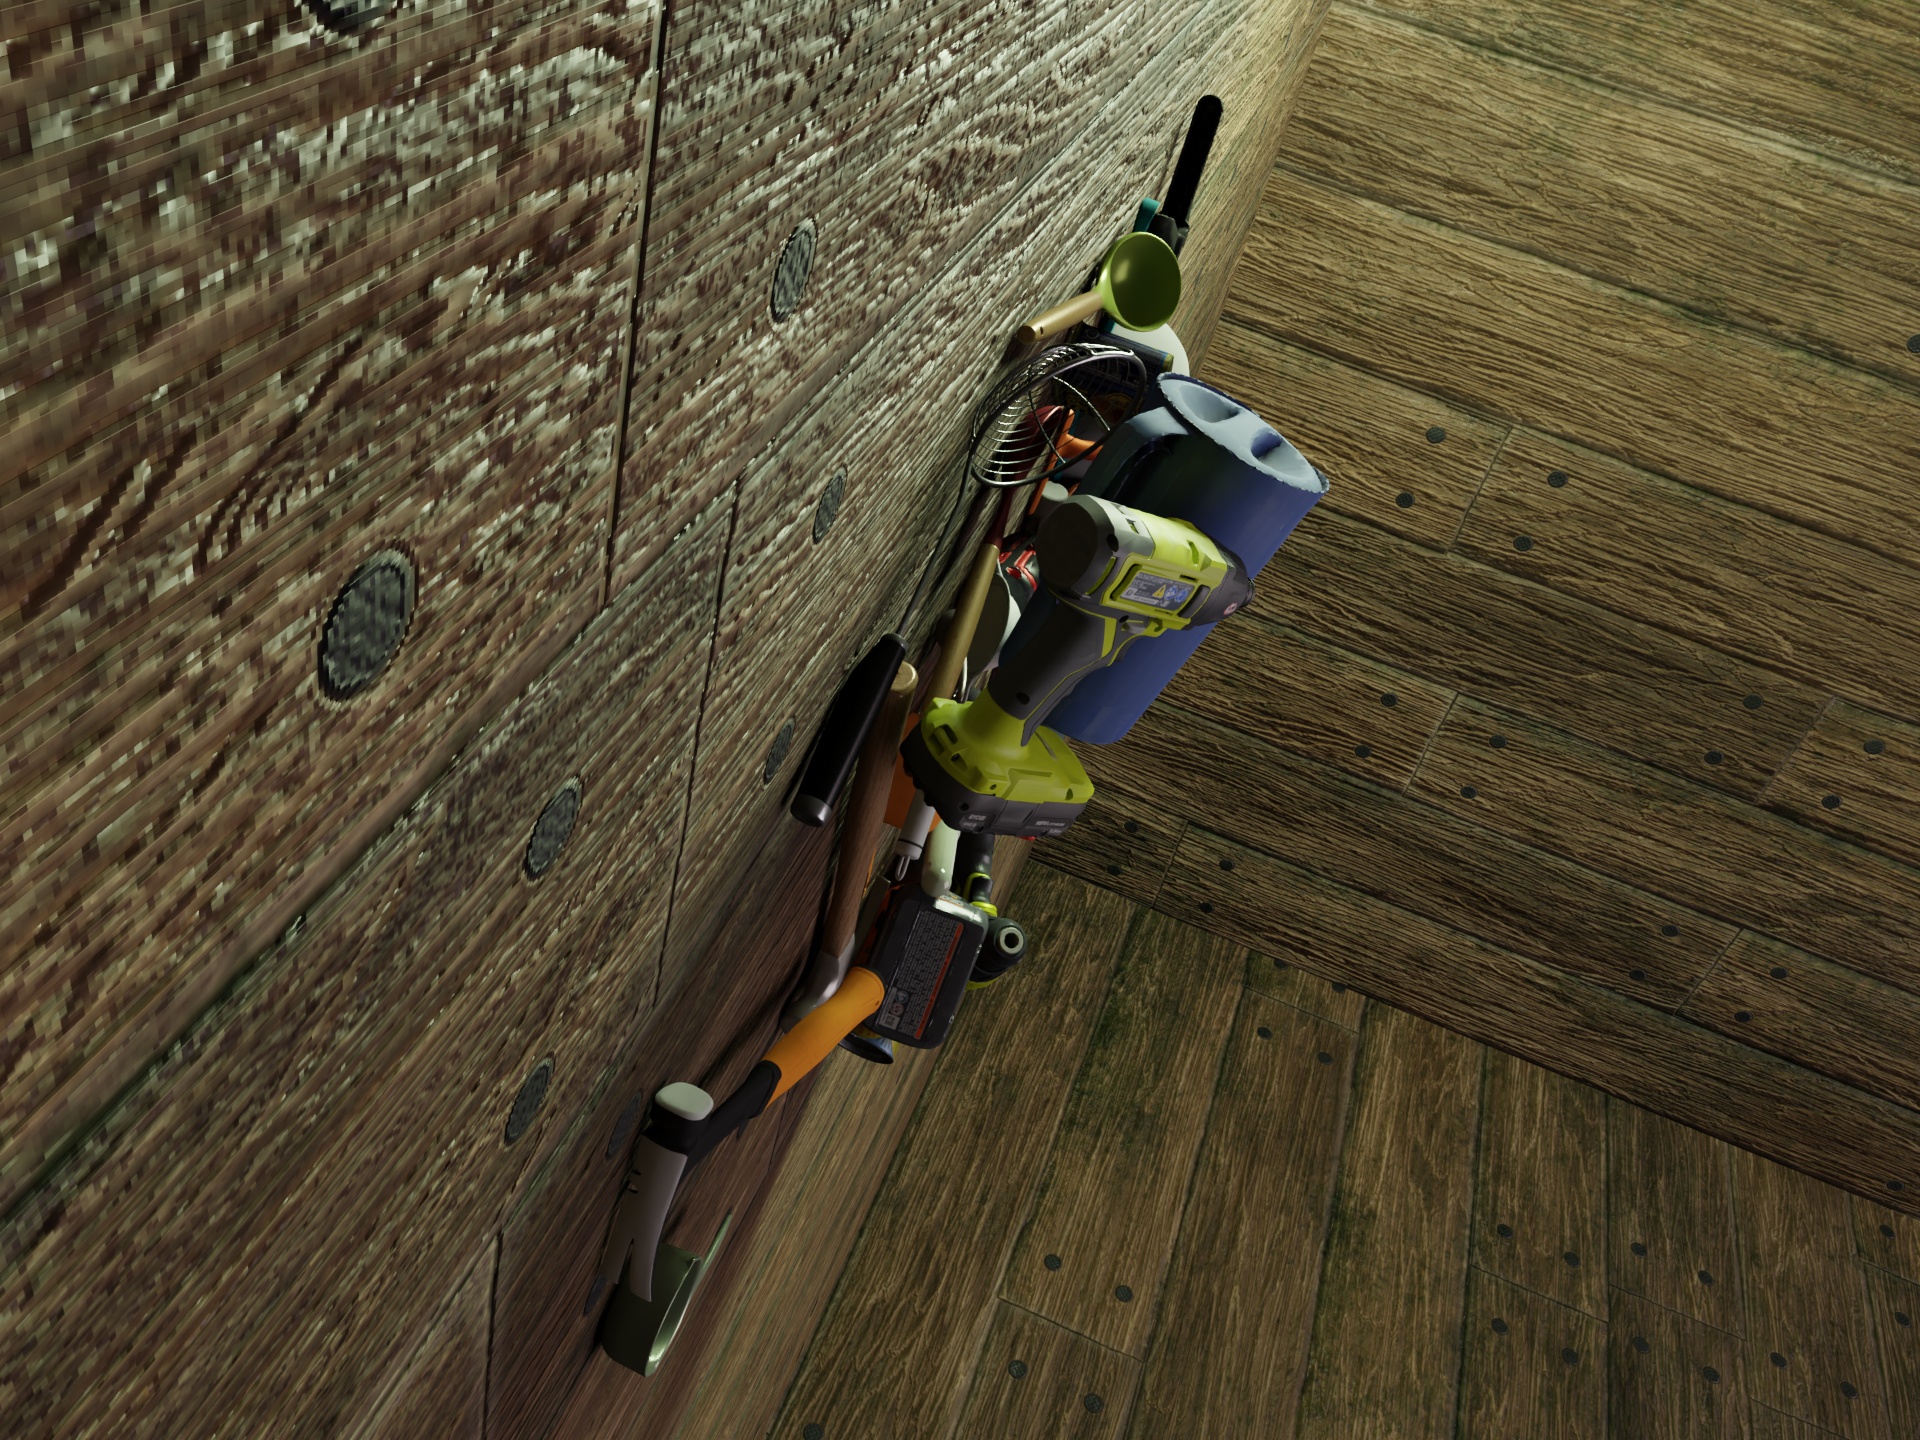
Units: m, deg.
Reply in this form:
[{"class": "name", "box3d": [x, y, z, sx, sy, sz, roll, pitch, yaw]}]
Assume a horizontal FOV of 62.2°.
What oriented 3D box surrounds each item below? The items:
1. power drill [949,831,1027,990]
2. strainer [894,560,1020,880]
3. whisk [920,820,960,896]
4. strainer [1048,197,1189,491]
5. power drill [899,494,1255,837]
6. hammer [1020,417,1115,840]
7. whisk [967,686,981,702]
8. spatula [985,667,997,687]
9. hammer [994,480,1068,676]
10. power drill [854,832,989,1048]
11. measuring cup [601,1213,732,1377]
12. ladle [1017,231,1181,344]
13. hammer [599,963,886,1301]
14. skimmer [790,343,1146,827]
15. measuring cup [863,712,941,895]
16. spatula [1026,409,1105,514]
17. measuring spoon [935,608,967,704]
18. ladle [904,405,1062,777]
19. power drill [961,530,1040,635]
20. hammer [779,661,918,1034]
[{"class": "power drill", "box3d": [0.022, 0.131, 1.445, 0.190, 0.080, 0.229, 146, -43, -65]}, {"class": "strainer", "box3d": [-0.002, -0.004, 1.168, 0.087, 0.050, 0.258, -3, -116, 61]}, {"class": "whisk", "box3d": [-0.010, 0.079, 1.310, 0.246, 0.059, 0.057, -80, -168, -66]}, {"class": "strainer", "box3d": [0.168, -0.325, 1.449, 0.340, 0.095, 0.211, 104, 10, -58]}, {"class": "power drill", "box3d": [0.077, -0.031, 0.996, 0.171, 0.080, 0.223, 8, 128, -44]}, {"class": "hammer", "box3d": [0.115, -0.080, 1.394, 0.143, 0.038, 0.386, 25, 81, -53]}, {"class": "whisk", "box3d": [0.022, 0.012, 1.545, 0.284, 0.070, 0.070, 66, 46, -74]}, {"class": "spatula", "box3d": [0.045, -0.077, 1.591, 0.060, 0.018, 0.315, -45, 159, -43]}, {"class": "hammer", "box3d": [0.043, -0.049, 1.335, 0.359, 0.036, 0.149, -77, -179, -50]}, {"class": "power drill", "box3d": [-0.040, 0.175, 1.321, 0.226, 0.084, 0.164, -174, -75, -81]}, {"class": "measuring cup", "box3d": [-0.186, 0.355, 1.028, 0.167, 0.038, 0.083, -46, 157, -78]}, {"class": "ladle", "box3d": [0.103, -0.307, 1.167, 0.320, 0.062, 0.078, -49, 128, -62]}, {"class": "hammer", "box3d": [-0.122, 0.235, 1.020, 0.337, 0.034, 0.127, -30, 141, -70]}, {"class": "skimmer", "box3d": [0.010, -0.084, 0.963, 0.127, 0.090, 0.363, 102, 12, -65]}, {"class": "measuring cup", "box3d": [-0.040, 0.079, 1.242, 0.095, 0.052, 0.173, -57, 165, -60]}, {"class": "spatula", "box3d": [0.123, -0.208, 1.261, 0.322, 0.041, 0.081, -15, 131, -60]}, {"class": "measuring spoon", "box3d": [-0.008, -0.045, 1.131, 0.124, 0.018, 0.034, -94, -152, -60]}, {"class": "ladle", "box3d": [0.014, -0.098, 1.114, 0.069, 0.031, 0.316, 106, 2, -64]}, {"class": "power drill", "box3d": [0.116, -0.137, 1.233, 0.078, 0.219, 0.143, 65, 27, -14]}, {"class": "hammer", "box3d": [-0.070, 0.085, 1.118, 0.130, 0.031, 0.331, -61, 170, -46]}]
